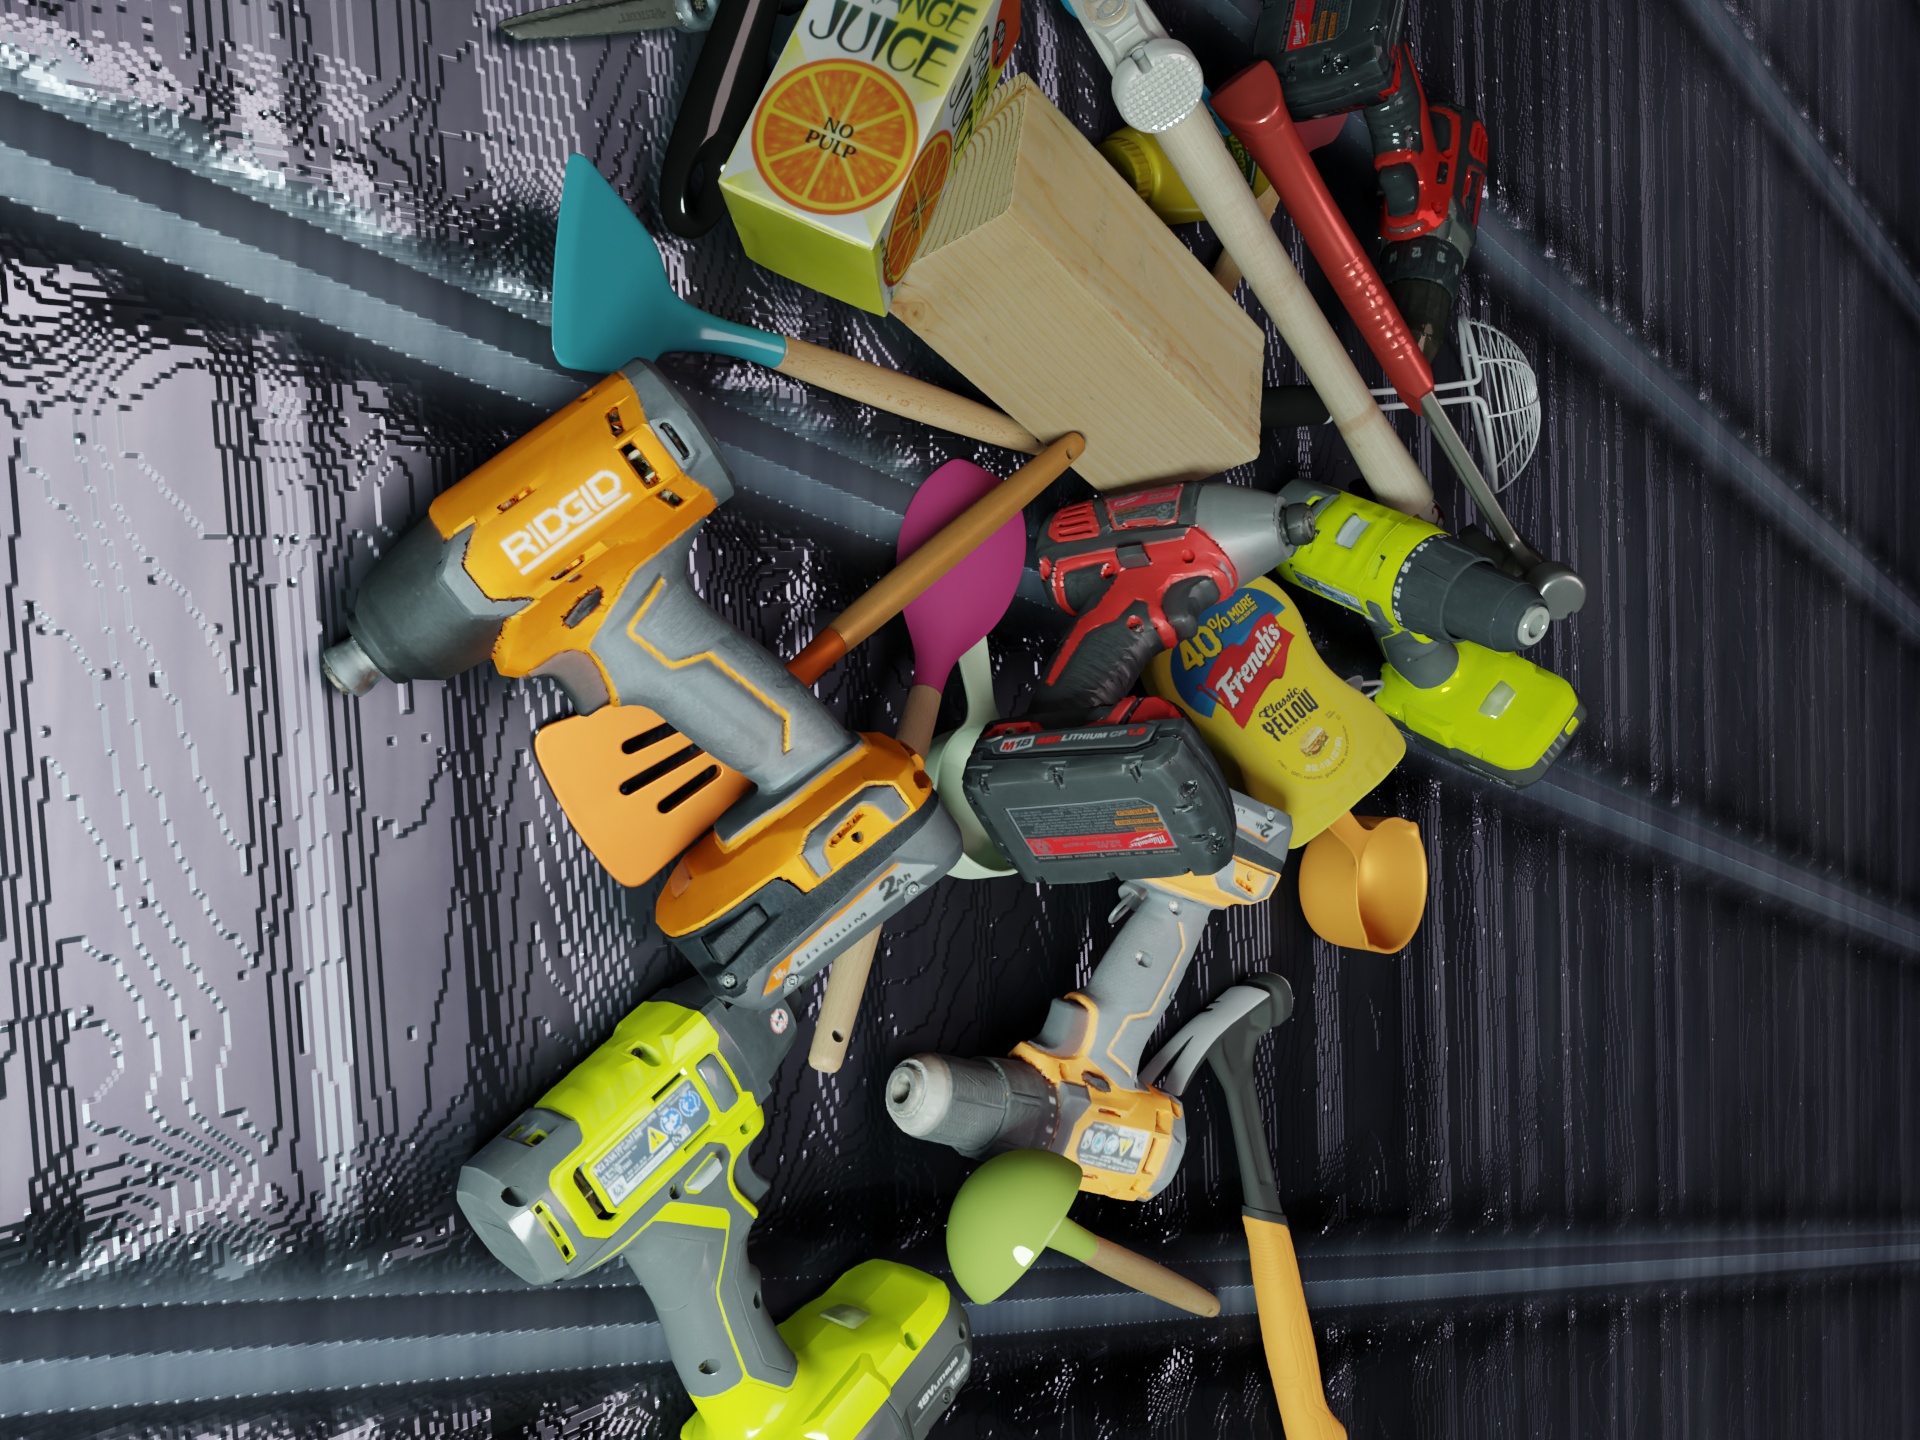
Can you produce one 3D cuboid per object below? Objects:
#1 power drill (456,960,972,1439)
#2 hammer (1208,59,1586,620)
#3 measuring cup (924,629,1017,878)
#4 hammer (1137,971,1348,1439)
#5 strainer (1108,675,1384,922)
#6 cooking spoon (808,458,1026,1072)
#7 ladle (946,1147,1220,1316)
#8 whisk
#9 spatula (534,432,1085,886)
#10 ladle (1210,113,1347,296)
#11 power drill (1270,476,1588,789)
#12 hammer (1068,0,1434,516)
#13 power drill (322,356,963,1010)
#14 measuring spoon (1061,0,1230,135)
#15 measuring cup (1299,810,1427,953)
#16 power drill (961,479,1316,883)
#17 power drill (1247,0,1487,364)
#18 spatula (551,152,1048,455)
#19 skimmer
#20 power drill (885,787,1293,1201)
[{"bbox_3d":[-0.088,0.222,0.680,0.171,0.080,0.223,-40,115,-36],"label":"power drill"},{"bbox_3d":[0.250,-0.218,0.923,0.358,0.036,0.149,50,14,-23],"label":"hammer"},{"bbox_3d":[-0.001,-0.003,0.795,0.083,0.038,0.168,3,74,-42],"label":"measuring cup"},{"bbox_3d":[0.189,0.332,0.982,0.127,0.034,0.336,-28,110,-42],"label":"hammer"},{"bbox_3d":[0.167,0.036,0.951,0.258,0.050,0.086,-41,161,-30],"label":"strainer"},{"bbox_3d":[-0.021,0.009,0.739,0.068,0.017,0.319,26,61,-21],"label":"cooking spoon"},{"bbox_3d":[0.084,0.288,0.831,0.078,0.062,0.319,-50,140,-3],"label":"ladle"},{"bbox_3d":[-0.073,-0.345,0.665,0.073,0.073,0.296,14,95,-44],"label":"whisk"},{"bbox_3d":[-0.047,-0.050,0.726,0.323,0.041,0.081,-42,117,-33],"label":"spatula"},{"bbox_3d":[0.178,-0.306,0.966,0.069,0.031,0.315,44,63,-35],"label":"ladle"},{"bbox_3d":[0.301,-0.049,0.981,0.080,0.191,0.228,-53,133,-3],"label":"power drill"},{"bbox_3d":[0.170,-0.240,0.860,0.410,0.038,0.146,40,27,-47],"label":"hammer"},{"bbox_3d":[-0.120,-0.001,0.614,0.164,0.084,0.226,-37,109,-7],"label":"power drill"},{"bbox_3d":[0.098,-0.362,0.864,0.128,0.021,0.042,43,55,-13],"label":"measuring spoon"},{"bbox_3d":[0.235,0.080,1.011,0.173,0.052,0.095,45,61,-33],"label":"measuring cup"},{"bbox_3d":[0.091,-0.032,0.768,0.078,0.143,0.220,59,37,-38],"label":"power drill"},{"bbox_3d":[0.254,-0.337,0.957,0.226,0.080,0.188,37,61,-49],"label":"power drill"},{"bbox_3d":[-0.057,-0.161,0.724,0.317,0.044,0.082,8,84,-45],"label":"spatula"},{"bbox_3d":[0.260,-0.202,1.045,0.363,0.090,0.127,-11,90,-34],"label":"skimmer"},{"bbox_3d":[0.065,0.128,0.815,0.185,0.084,0.226,22,87,-38],"label":"power drill"}]
